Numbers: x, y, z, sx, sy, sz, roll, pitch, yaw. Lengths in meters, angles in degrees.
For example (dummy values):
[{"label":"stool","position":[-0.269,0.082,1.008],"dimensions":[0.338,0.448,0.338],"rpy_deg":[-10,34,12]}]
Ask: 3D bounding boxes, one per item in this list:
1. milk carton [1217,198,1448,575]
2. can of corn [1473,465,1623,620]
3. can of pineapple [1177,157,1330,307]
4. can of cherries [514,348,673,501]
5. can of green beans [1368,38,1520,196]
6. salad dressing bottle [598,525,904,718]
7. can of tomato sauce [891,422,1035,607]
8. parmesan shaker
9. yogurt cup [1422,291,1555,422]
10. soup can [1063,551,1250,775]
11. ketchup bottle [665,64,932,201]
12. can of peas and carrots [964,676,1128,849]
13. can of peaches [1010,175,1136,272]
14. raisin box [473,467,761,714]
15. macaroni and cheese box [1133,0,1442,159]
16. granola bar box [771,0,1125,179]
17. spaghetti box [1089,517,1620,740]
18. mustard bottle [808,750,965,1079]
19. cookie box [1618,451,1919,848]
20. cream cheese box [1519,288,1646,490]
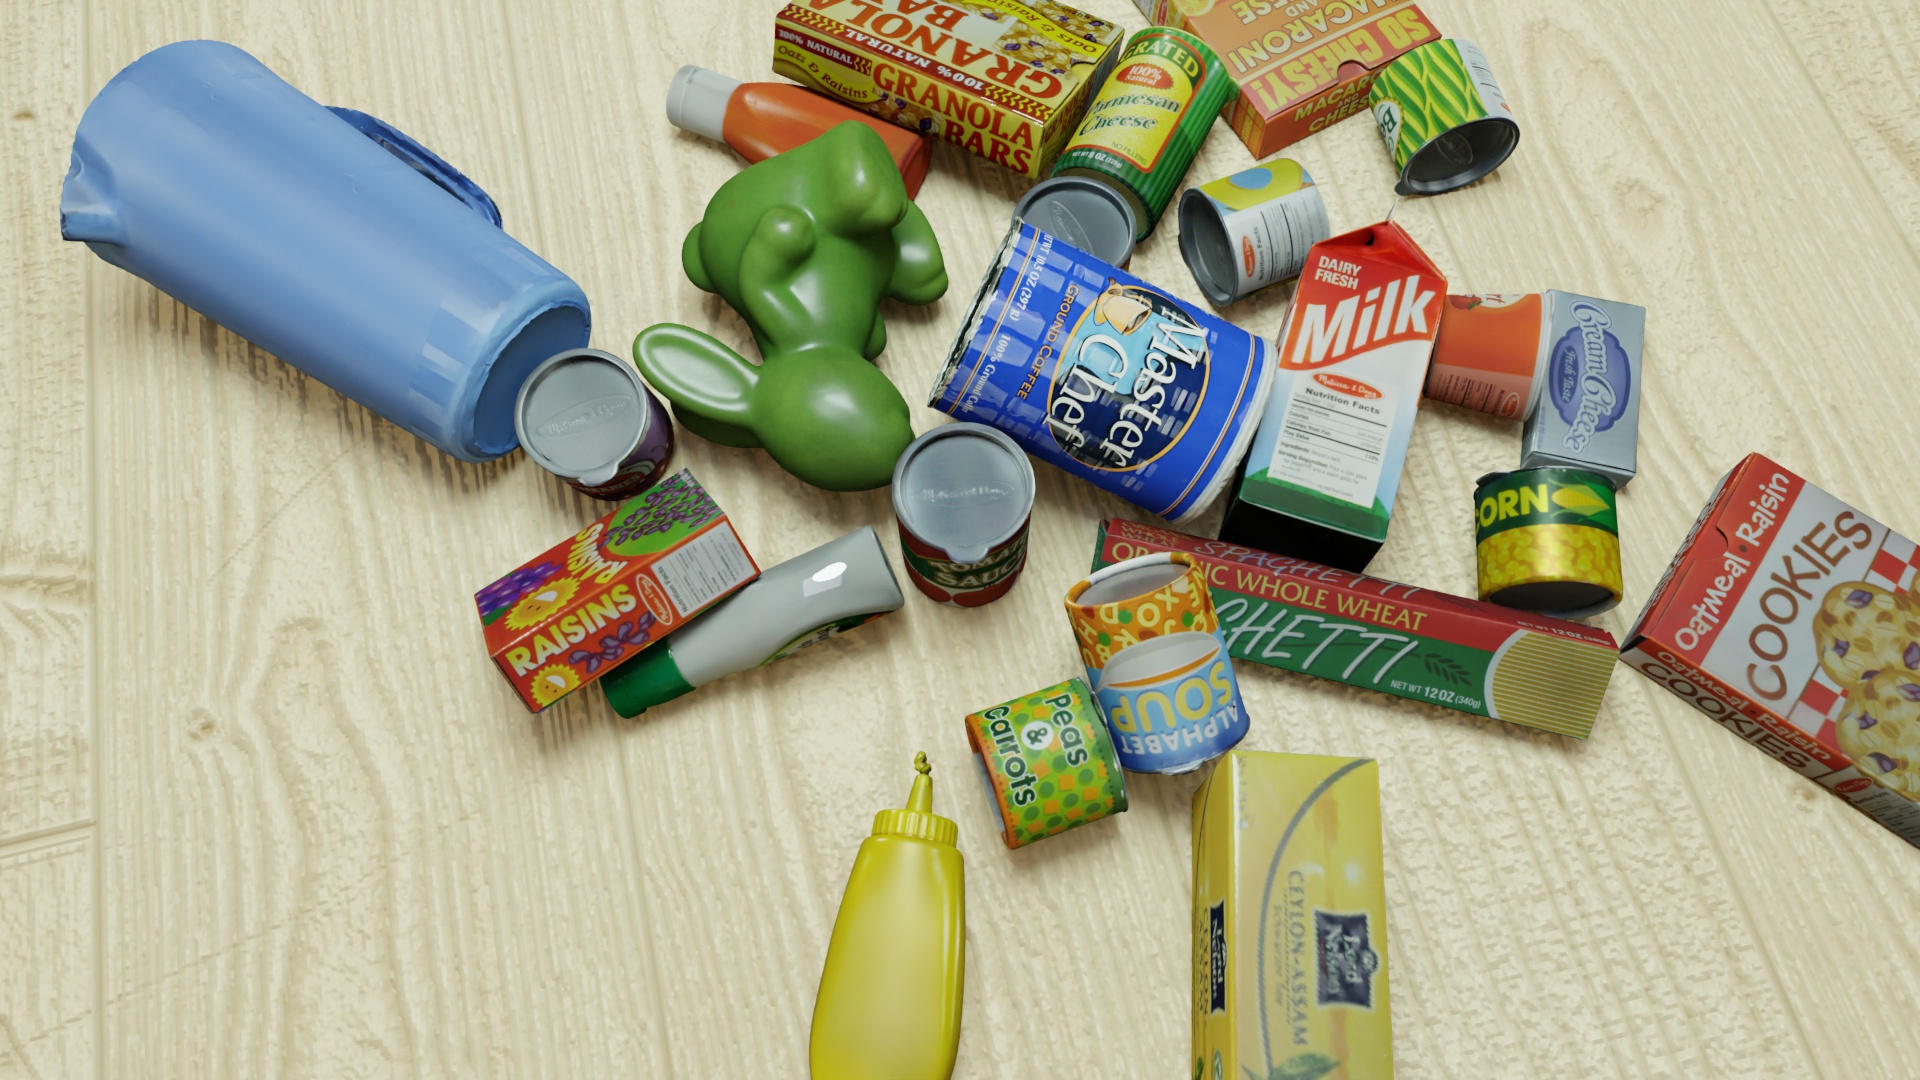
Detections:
[{"label":"milk carton","position":[0.195,-0.081,0.714],"dimensions":[0.073,0.072,0.191],"rpy_deg":[17,70,7]},{"label":"can of corn","position":[0.286,0.002,0.681],"dimensions":[0.071,0.071,0.058],"rpy_deg":[5,69,2]},{"label":"can of pineapple","position":[0.157,-0.168,0.752],"dimensions":[0.058,0.070,0.071],"rpy_deg":[-21,70,-9]},{"label":"can of cherries","position":[-0.185,-0.055,0.708],"dimensions":[0.071,0.058,0.071],"rpy_deg":[0,79,2]},{"label":"can of green beans","position":[0.270,-0.237,0.778],"dimensions":[0.071,0.071,0.058],"rpy_deg":[-13,68,-4]},{"label":"salad dressing bottle","position":[-0.102,0.041,0.675],"dimensions":[0.148,0.064,0.044],"rpy_deg":[-24,90,0]},{"label":"can of tomato sauce","position":[0.002,-0.009,0.680],"dimensions":[0.071,0.082,0.071],"rpy_deg":[0,69,1]},{"label":"parmesan shaker","position":[0.102,-0.224,0.773],"dimensions":[0.071,0.071,0.103],"rpy_deg":[26,71,10]},{"label":"yogurt cup","position":[0.273,-0.098,0.725],"dimensions":[0.054,0.072,0.072],"rpy_deg":[9,69,13]},{"label":"soup can","position":[0.091,0.056,0.641],"dimensions":[0.071,0.071,0.083],"rpy_deg":[-21,103,-8]},{"label":"ketchup bottle","position":[-0.094,-0.231,0.791],"dimensions":[0.149,0.043,0.065],"rpy_deg":[22,64,9]},{"label":"can of peas and carrots","position":[0.039,0.102,0.642],"dimensions":[0.059,0.070,0.071],"rpy_deg":[-18,69,-6]},{"label":"can of peaches","position":[0.057,-0.152,0.750],"dimensions":[0.071,0.058,0.071],"rpy_deg":[0,69,1]},{"label":"raisin box","position":[-0.167,0.022,0.670],"dimensions":[0.123,0.040,0.086],"rpy_deg":[-32,29,-12]},{"label":"macaroni and cheese box","position":[0.184,-0.322,0.827],"dimensions":[0.124,0.040,0.167],"rpy_deg":[-28,70,-9]},{"label":"granola bar box","position":[-0.005,-0.280,0.791],"dimensions":[0.166,0.038,0.125],"rpy_deg":[25,50,10]},{"label":"spaghetti box","position":[0.185,0.042,0.676],"dimensions":[0.250,0.029,0.050],"rpy_deg":[13,108,5]},{"label":"mustard bottle","position":[-0.026,0.174,0.625],"dimensions":[0.065,0.048,0.161],"rpy_deg":[8,68,4]},{"label":"cookie box","position":[0.428,0.051,0.675],"dimensions":[0.167,0.040,0.123],"rpy_deg":[35,73,13]},{"label":"cream cheese box","position":[0.330,-0.081,0.738],"dimensions":[0.053,0.024,0.104],"rpy_deg":[12,69,5]}]
